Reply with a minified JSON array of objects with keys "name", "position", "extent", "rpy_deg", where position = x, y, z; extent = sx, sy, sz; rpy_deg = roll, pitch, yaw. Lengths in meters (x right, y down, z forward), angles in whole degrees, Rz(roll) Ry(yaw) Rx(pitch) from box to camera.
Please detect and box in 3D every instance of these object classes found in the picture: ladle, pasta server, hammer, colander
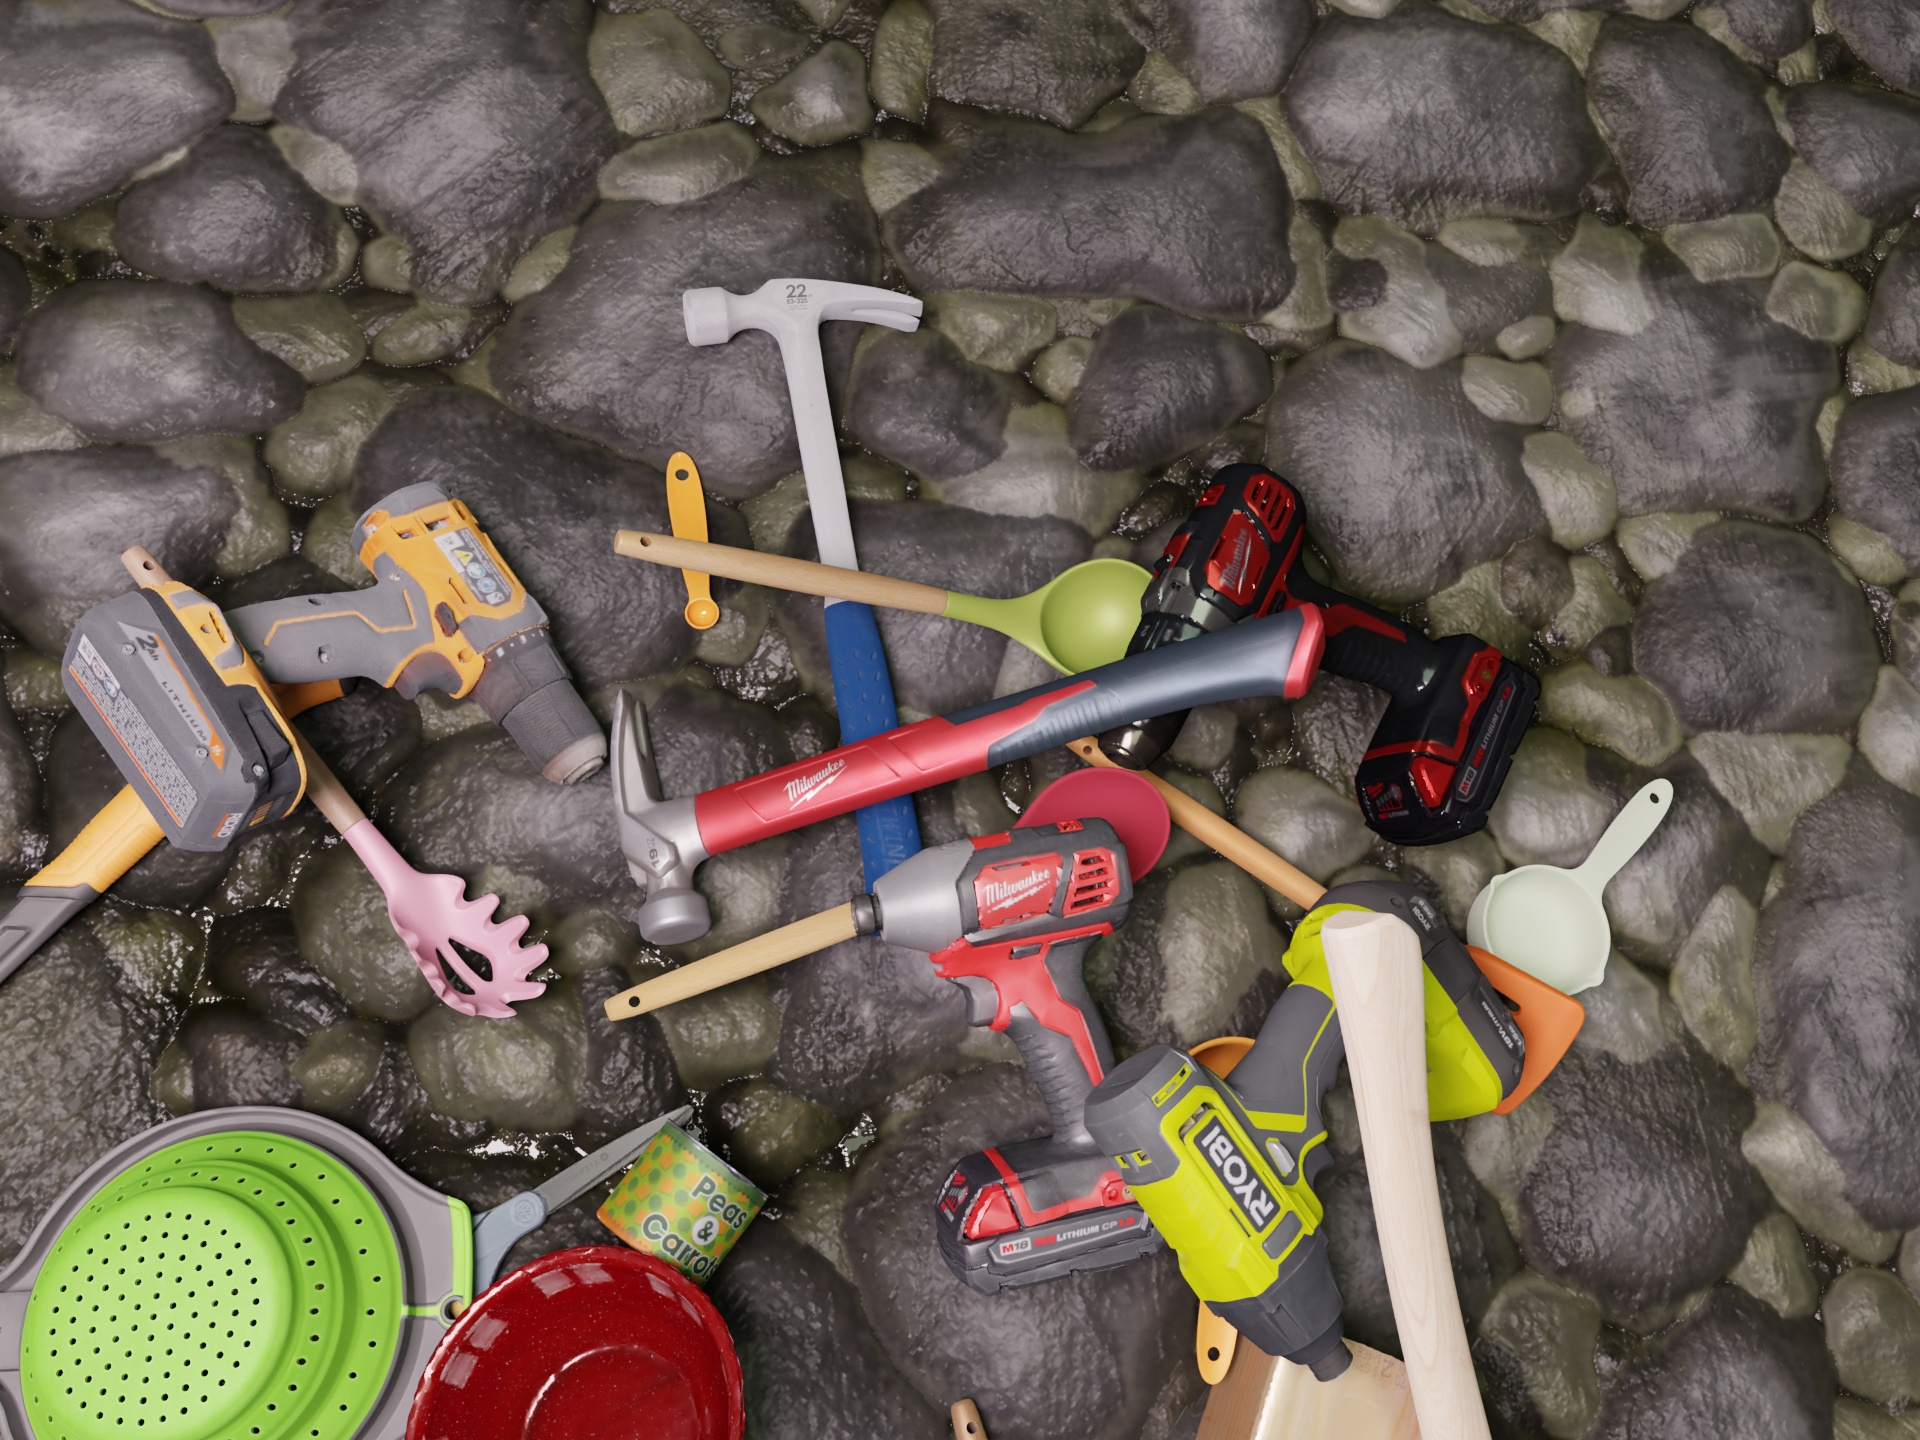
[{"name":"ladle","position":[-0.035,0.099,0.846],"extent":[0.315,0.031,0.069],"rpy_deg":[-19,81,-13]},{"name":"pasta server","position":[-0.332,0.031,0.833],"extent":[0.316,0.040,0.060],"rpy_deg":[51,47,-1]},{"name":"ladle","position":[-0.029,-0.074,0.880],"extent":[0.320,0.062,0.078],"rpy_deg":[9,70,-23]},{"name":"hammer","position":[-0.062,-0.078,0.929],"extent":[0.144,0.035,0.406],"rpy_deg":[-8,74,-10]},{"name":"hammer","position":[0.214,0.292,0.734],"extent":[0.146,0.038,0.410],"rpy_deg":[-16,96,-34]},{"name":"hammer","position":[-0.001,-0.003,0.841],"extent":[0.386,0.038,0.143],"rpy_deg":[-18,68,9]},{"name":"colander","position":[-0.435,0.278,0.727],"extent":[0.397,0.094,0.205],"rpy_deg":[-1,68,-5]},{"name":"hammer","position":[-0.457,0.067,0.831],"extent":[0.127,0.034,0.337],"rpy_deg":[41,72,4]}]

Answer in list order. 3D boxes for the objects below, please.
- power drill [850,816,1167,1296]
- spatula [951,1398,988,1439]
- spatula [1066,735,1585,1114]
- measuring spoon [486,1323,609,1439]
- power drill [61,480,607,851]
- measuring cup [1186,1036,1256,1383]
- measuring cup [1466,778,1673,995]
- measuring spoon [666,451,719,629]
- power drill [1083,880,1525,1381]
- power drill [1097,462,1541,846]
[{"name":"power drill","position":[0.026,0.166,0.812],"extent":[0.143,0.078,0.219],"rpy_deg":[-9,91,-12]},{"name":"spatula","position":[0.052,0.473,0.731],"extent":[0.082,0.044,0.318],"rpy_deg":[-8,58,-21]},{"name":"spatula","position":[0.195,0.099,0.906],"extent":[0.322,0.041,0.081],"rpy_deg":[34,108,6]},{"name":"measuring spoon","position":[-0.206,0.321,0.800],"extent":[0.128,0.021,0.042],"rpy_deg":[-33,83,-25]},{"name":"power drill","position":[-0.304,-0.015,0.817],"extent":[0.185,0.084,0.226],"rpy_deg":[53,42,3]},{"name":"measuring cup","position":[0.136,0.257,0.845],"extent":[0.095,0.052,0.174],"rpy_deg":[11,73,-6]},{"name":"measuring cup","position":[0.362,0.095,0.935],"extent":[0.083,0.038,0.167],"rpy_deg":[45,71,7]},{"name":"measuring spoon","position":[-0.159,-0.106,0.940],"extent":[0.021,0.011,0.117],"rpy_deg":[-8,71,-10]},{"name":"power drill","position":[0.182,0.197,0.795],"extent":[0.223,0.080,0.171],"rpy_deg":[-36,90,-36]},{"name":"power drill","position":[0.195,-0.014,0.895],"extent":[0.226,0.080,0.188],"rpy_deg":[33,72,-12]}]
